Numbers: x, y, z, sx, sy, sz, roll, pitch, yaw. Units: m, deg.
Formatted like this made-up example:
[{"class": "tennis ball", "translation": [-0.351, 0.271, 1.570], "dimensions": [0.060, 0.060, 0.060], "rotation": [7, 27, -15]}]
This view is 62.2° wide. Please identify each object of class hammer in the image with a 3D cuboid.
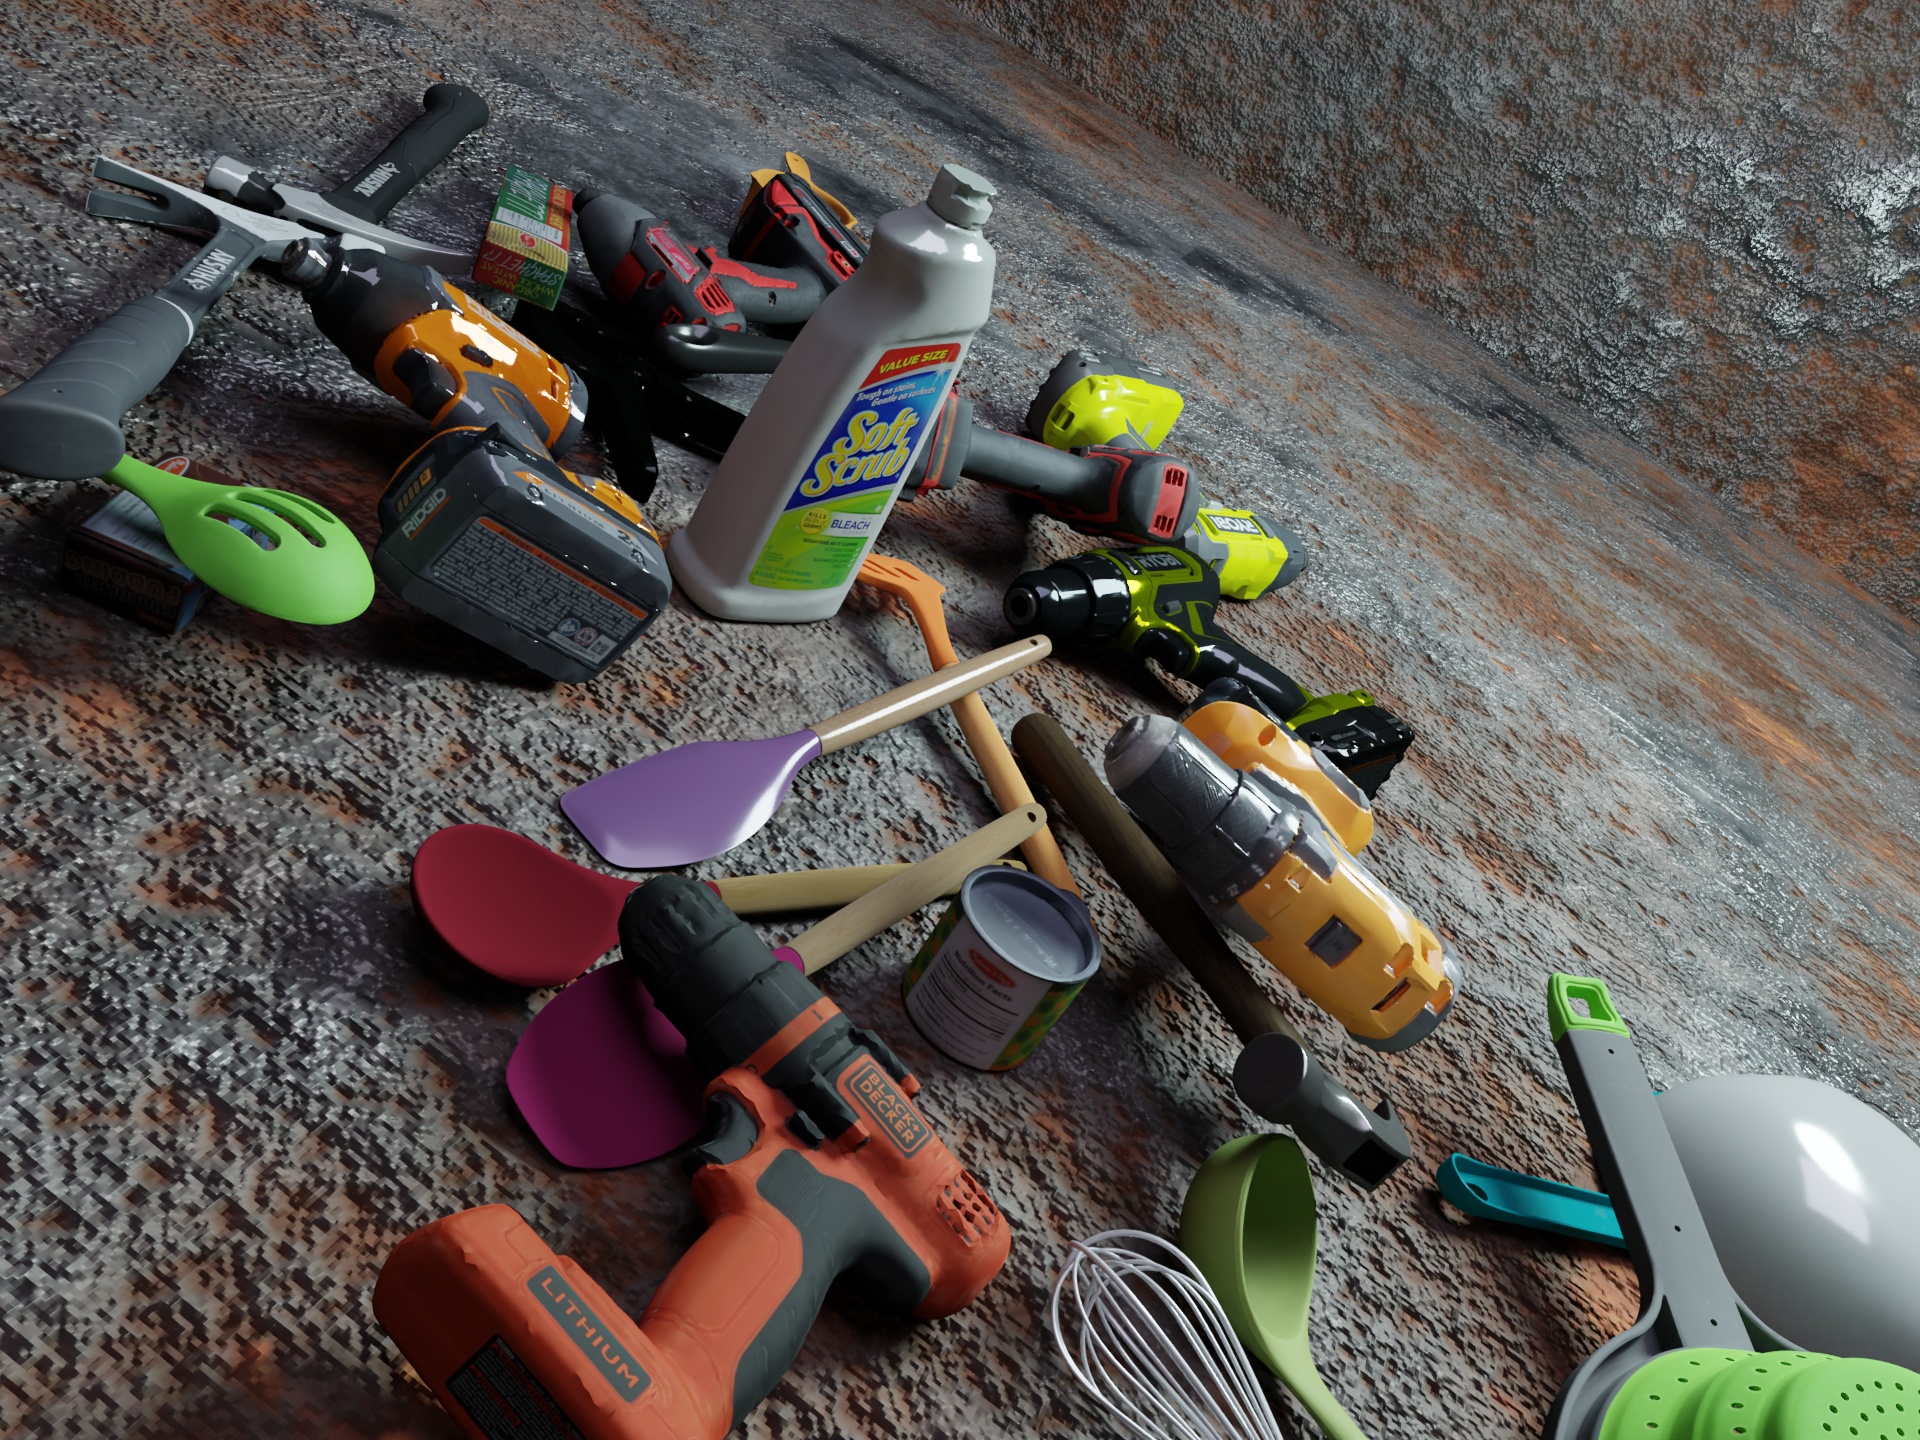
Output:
[{"class": "hammer", "translation": [0.100, 0.090, 0.739], "dimensions": [0.129, 0.031, 0.332], "rotation": [42, 8, -36]}, {"class": "hammer", "translation": [-0.365, -0.366, 1.054], "dimensions": [0.146, 0.035, 0.335], "rotation": [22, 31, -15]}, {"class": "hammer", "translation": [-0.362, -0.188, 0.721], "dimensions": [0.149, 0.036, 0.409], "rotation": [17, 22, -20]}]

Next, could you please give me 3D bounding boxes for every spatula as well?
[{"class": "spatula", "translation": [-0.001, -0.003, 0.856], "dimensions": [0.081, 0.041, 0.323], "rotation": [7, 42, -37]}, {"class": "spatula", "translation": [-0.053, 0.005, 0.767], "dimensions": [0.060, 0.018, 0.316], "rotation": [44, 40, 19]}]

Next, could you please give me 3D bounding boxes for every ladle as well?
[{"class": "ladle", "translation": [0.174, 0.287, 0.547], "dimensions": [0.078, 0.062, 0.320], "rotation": [24, 27, -53]}, {"class": "ladle", "translation": [-0.083, 0.071, 0.663], "dimensions": [0.315, 0.031, 0.069], "rotation": [1, 54, -45]}]

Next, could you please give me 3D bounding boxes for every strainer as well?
[{"class": "strainer", "translation": [0.386, 0.233, 0.782], "dimensions": [0.340, 0.095, 0.211], "rotation": [18, 32, -24]}]

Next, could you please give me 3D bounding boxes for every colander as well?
[{"class": "colander", "translation": [0.321, 0.244, 0.632], "dimensions": [0.204, 0.094, 0.398], "rotation": [10, 43, -11]}]

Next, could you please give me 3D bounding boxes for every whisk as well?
[{"class": "whisk", "translation": [-0.095, -0.242, 1.070], "dimensions": [0.073, 0.073, 0.295], "rotation": [45, 30, 23]}, {"class": "whisk", "translation": [0.115, 0.274, 0.527], "dimensions": [0.058, 0.059, 0.246], "rotation": [-34, 67, -18]}]

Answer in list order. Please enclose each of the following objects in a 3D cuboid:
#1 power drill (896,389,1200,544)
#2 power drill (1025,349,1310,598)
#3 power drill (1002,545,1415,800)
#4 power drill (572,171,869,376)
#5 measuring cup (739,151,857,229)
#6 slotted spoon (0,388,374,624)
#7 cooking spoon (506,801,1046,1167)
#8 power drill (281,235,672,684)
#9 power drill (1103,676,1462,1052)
[{"class": "power drill", "translation": [0.020, -0.167, 1.034], "dimensions": [0.226, 0.080, 0.188], "rotation": [10, 7, -28]}, {"class": "power drill", "translation": [0.163, -0.183, 1.229], "dimensions": [0.171, 0.080, 0.223], "rotation": [-1, 47, -43]}, {"class": "power drill", "translation": [0.146, -0.027, 0.974], "dimensions": [0.229, 0.080, 0.190], "rotation": [44, 30, 26]}, {"class": "power drill", "translation": [-0.165, -0.318, 1.110], "dimensions": [0.143, 0.078, 0.219], "rotation": [49, 35, 6]}, {"class": "measuring cup", "translation": [-0.144, -0.433, 1.343], "dimensions": [0.095, 0.052, 0.174], "rotation": [18, 30, -22]}, {"class": "slotted spoon", "translation": [-0.371, -0.116, 0.632], "dimensions": [0.314, 0.031, 0.070], "rotation": [24, 31, 9]}, {"class": "cooking spoon", "translation": [-0.053, 0.090, 0.649], "dimensions": [0.069, 0.017, 0.319], "rotation": [54, 39, 8]}, {"class": "power drill", "translation": [-0.232, -0.134, 0.742], "dimensions": [0.164, 0.084, 0.227], "rotation": [33, 19, -46]}, {"class": "power drill", "translation": [0.138, 0.047, 0.770], "dimensions": [0.185, 0.084, 0.226], "rotation": [42, 12, -9]}]
